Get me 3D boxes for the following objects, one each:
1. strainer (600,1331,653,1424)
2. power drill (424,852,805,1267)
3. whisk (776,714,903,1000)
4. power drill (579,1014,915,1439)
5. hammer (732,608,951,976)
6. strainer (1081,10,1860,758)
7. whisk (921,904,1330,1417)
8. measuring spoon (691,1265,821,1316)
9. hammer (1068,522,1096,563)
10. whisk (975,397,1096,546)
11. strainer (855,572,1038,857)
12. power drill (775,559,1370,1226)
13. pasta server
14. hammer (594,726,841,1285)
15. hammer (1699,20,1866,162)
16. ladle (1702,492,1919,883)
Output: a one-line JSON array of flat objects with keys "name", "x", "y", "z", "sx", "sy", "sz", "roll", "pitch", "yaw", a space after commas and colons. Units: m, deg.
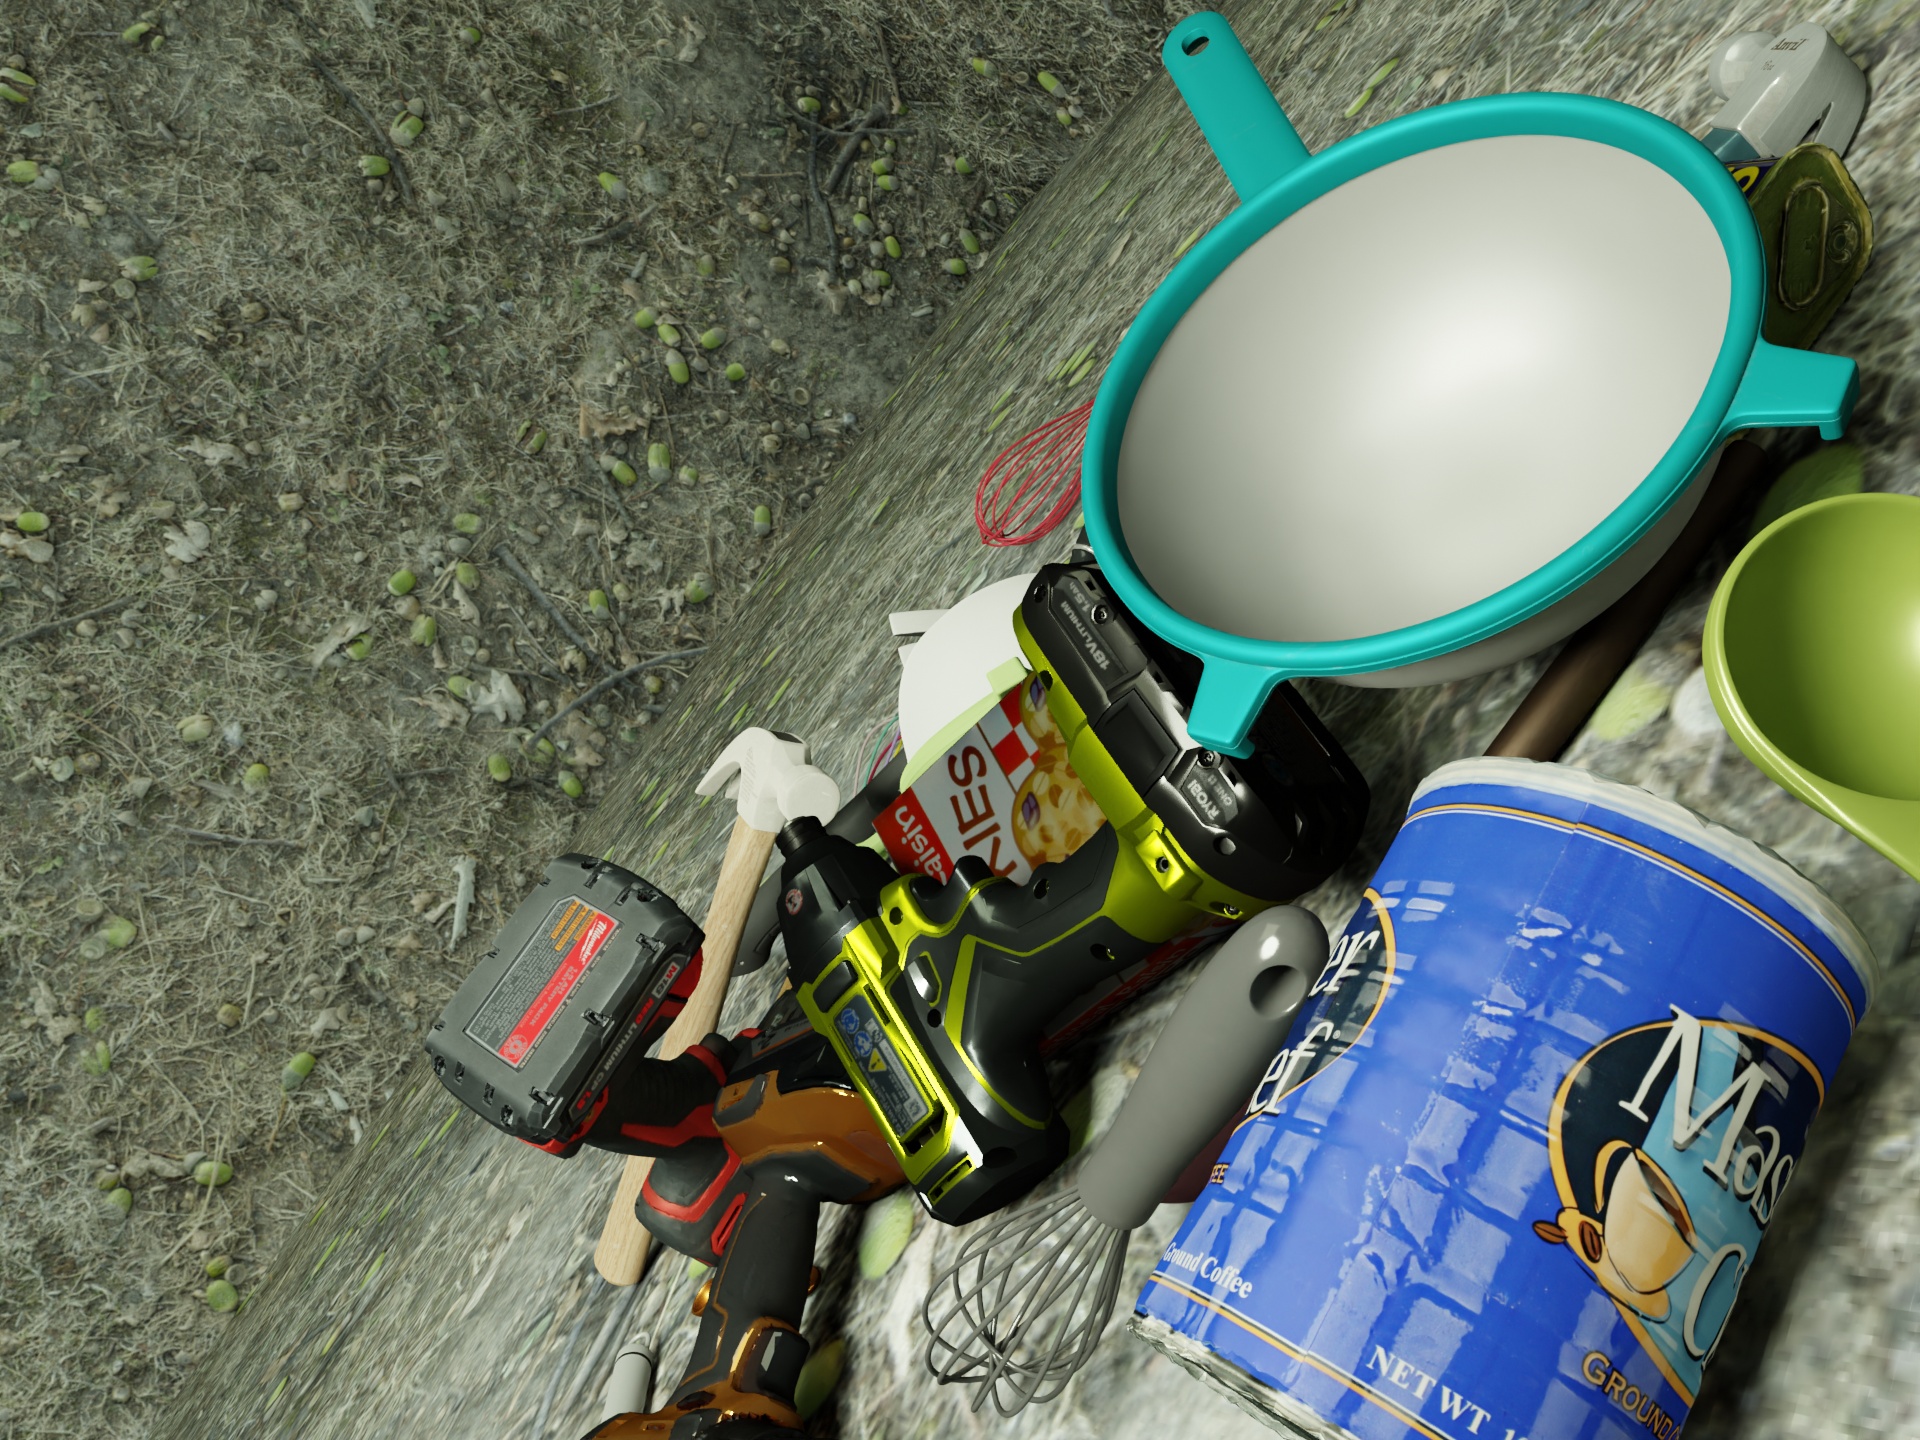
[{"name": "strainer", "x": -0.161, "y": 0.349, "z": 0.700, "sx": 0.087, "sy": 0.050, "sz": 0.258, "roll": -34, "pitch": 13, "yaw": 5}, {"name": "power drill", "x": -0.123, "y": 0.148, "z": 0.762, "sx": 0.080, "sy": 0.226, "sz": 0.188, "roll": 22, "pitch": 70, "yaw": 34}, {"name": "whisk", "x": -0.065, "y": 0.087, "z": 1.031, "sx": 0.047, "sy": 0.051, "sz": 0.245, "roll": -12, "pitch": 45, "yaw": 44}, {"name": "power drill", "x": -0.063, "y": 0.224, "z": 0.624, "sx": 0.185, "sy": 0.084, "sz": 0.226, "roll": -30, "pitch": 29, "yaw": 48}, {"name": "hammer", "x": -0.056, "y": 0.053, "z": 0.902, "sx": 0.334, "sy": 0.146, "sz": 0.035, "roll": -44, "pitch": 48, "yaw": 34}, {"name": "strainer", "x": 0.140, "y": -0.135, "z": 0.552, "sx": 0.211, "sy": 0.095, "sz": 0.341, "roll": -31, "pitch": 46, "yaw": 19}, {"name": "whisk", "x": 0.041, "y": 0.130, "z": 0.446, "sx": 0.055, "sy": 0.055, "sz": 0.238, "roll": -70, "pitch": 3, "yaw": -51}, {"name": "measuring spoon", "x": -0.095, "y": 0.270, "z": 0.749, "sx": 0.117, "sy": 0.011, "sz": 0.021, "roll": -30, "pitch": 25, "yaw": 48}, {"name": "hammer", "x": 0.079, "y": -0.101, "z": 1.054, "sx": 0.149, "sy": 0.036, "sz": 0.409, "roll": -28, "pitch": 27, "yaw": 55}, {"name": "whisk", "x": 0.111, "y": -0.247, "z": 1.271, "sx": 0.296, "sy": 0.073, "sz": 0.073, "roll": -49, "pitch": 13, "yaw": -13}, {"name": "strainer", "x": -0.001, "y": -0.002, "z": 0.771, "sx": 0.151, "sy": 0.069, "sz": 0.256, "roll": -19, "pitch": -15, "yaw": -41}, {"name": "power drill", "x": 0.021, "y": 0.053, "z": 0.577, "sx": 0.080, "sy": 0.171, "sz": 0.223, "roll": -1, "pitch": -40, "yaw": -49}, {"name": "pasta server", "x": 0.151, "y": 0.032, "z": 0.504, "sx": 0.316, "sy": 0.040, "sz": 0.060, "roll": -51, "pitch": -13, "yaw": -4}, {"name": "hammer", "x": -0.147, "y": 0.161, "z": 0.887, "sx": 0.130, "sy": 0.031, "sz": 0.331, "roll": 37, "pitch": 111, "yaw": 60}, {"name": "hammer", "x": 0.243, "y": -0.157, "z": 0.687, "sx": 0.331, "sy": 0.033, "sz": 0.128, "roll": -47, "pitch": 14, "yaw": 19}, {"name": "ladle", "x": 0.201, "y": 0.056, "z": 0.261, "sx": 0.320, "sy": 0.078, "sz": 0.062, "roll": -82, "pitch": -10, "yaw": -56}]
